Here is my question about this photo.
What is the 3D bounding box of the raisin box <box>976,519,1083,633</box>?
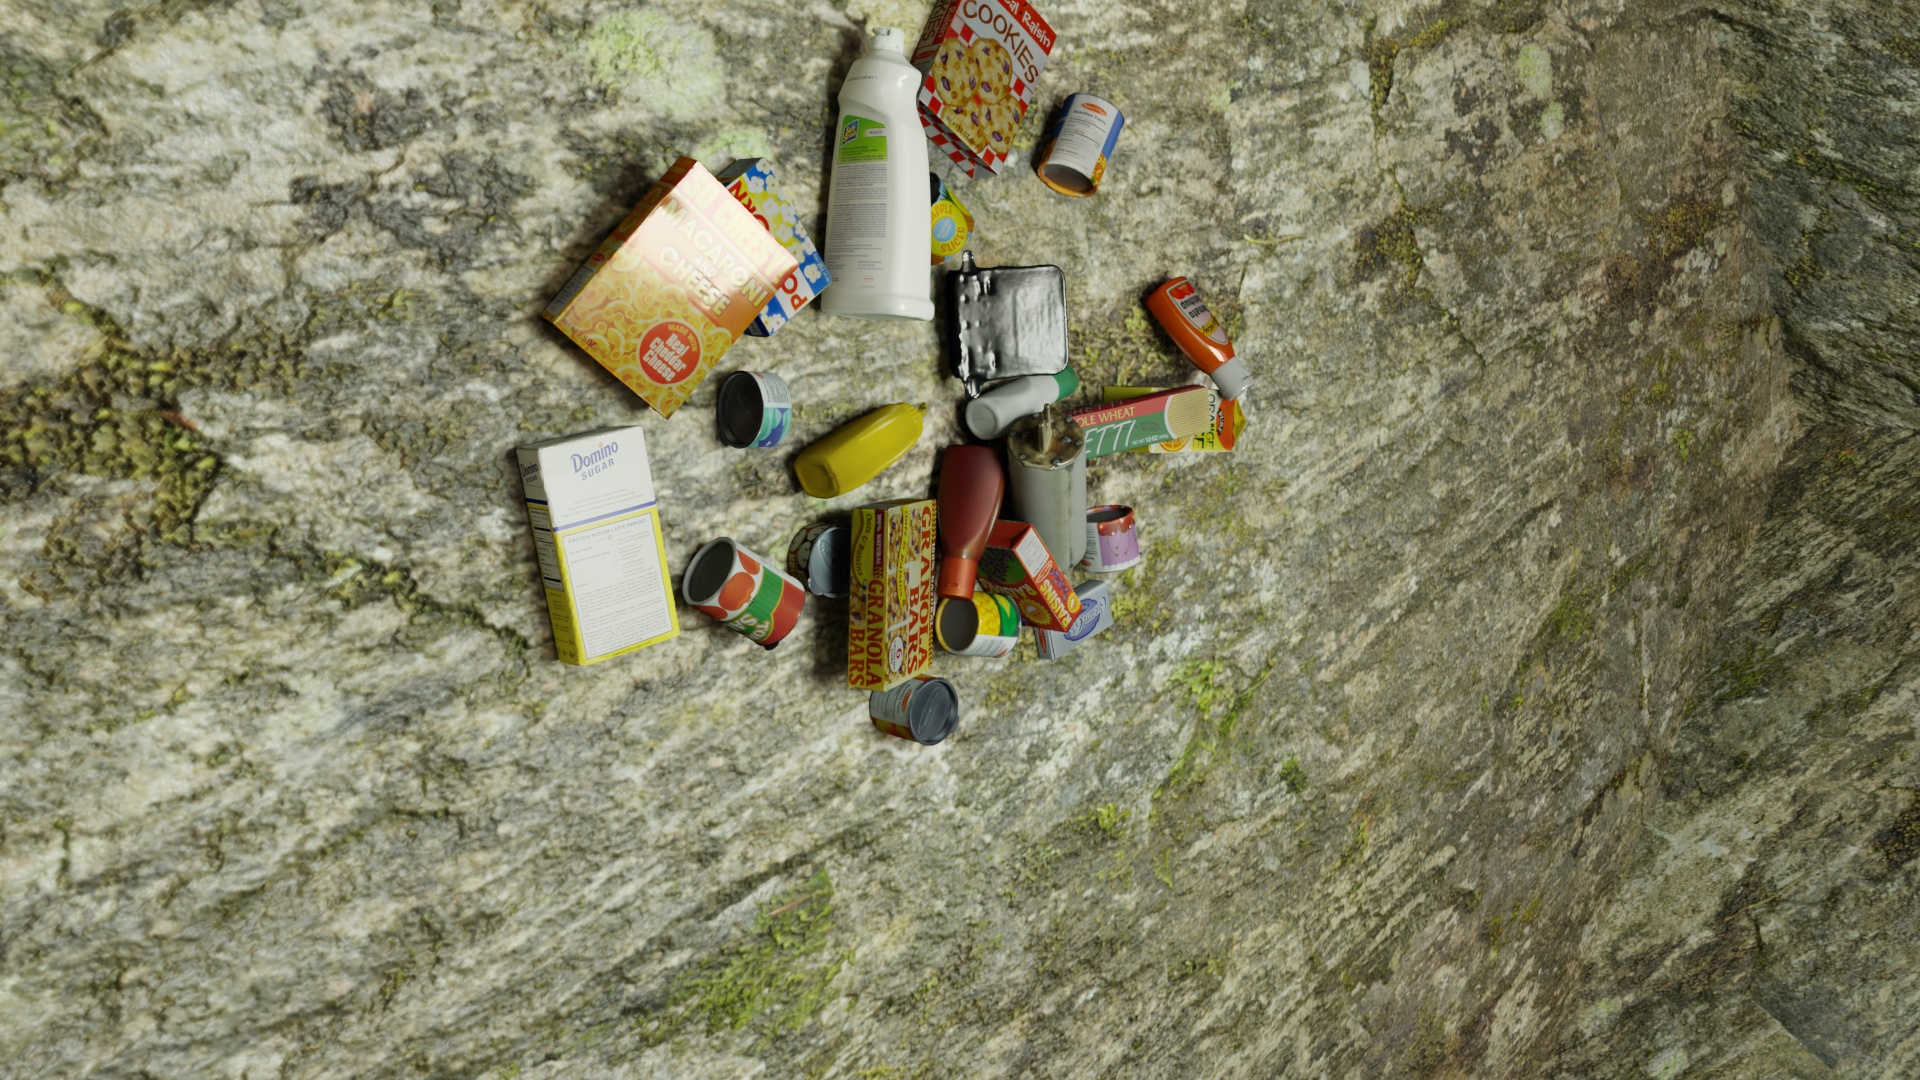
[{"bbox_3d":[0.059,0.035,1.404,0.040,0.086,0.123,-53,128,-28],"label":"raisin box"}]

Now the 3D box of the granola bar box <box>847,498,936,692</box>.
[{"bbox_3d":[-0.063,0.047,1.287,0.124,0.039,0.165,-15,108,-70],"label":"granola bar box"}]

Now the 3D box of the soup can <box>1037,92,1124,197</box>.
[{"bbox_3d":[0.123,-0.404,1.426,0.071,0.071,0.084,33,74,-42],"label":"soup can"}]

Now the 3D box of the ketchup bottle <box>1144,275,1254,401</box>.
[{"bbox_3d":[0.271,-0.225,1.557,0.065,0.043,0.149,-29,82,-44],"label":"ketchup bottle"}]

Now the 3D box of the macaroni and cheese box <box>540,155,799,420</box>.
[{"bbox_3d":[-0.227,-0.199,1.096,0.166,0.040,0.123,-51,127,-6],"label":"macaroni and cheese box"}]

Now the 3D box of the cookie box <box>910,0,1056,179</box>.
[{"bbox_3d":[0.018,-0.454,1.333,0.123,0.040,0.168,34,72,-41],"label":"cookie box"}]

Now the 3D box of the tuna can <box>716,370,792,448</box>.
[{"bbox_3d":[-0.175,-0.108,1.174,0.033,0.071,0.071,-3,97,-45],"label":"tuna can"}]

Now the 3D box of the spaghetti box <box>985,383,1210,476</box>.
[{"bbox_3d":[0.146,-0.115,1.447,0.251,0.029,0.050,-14,107,-19],"label":"spaghetti box"}]

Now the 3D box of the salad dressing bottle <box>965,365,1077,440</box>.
[{"bbox_3d":[0.065,-0.144,1.408,0.148,0.064,0.044,-31,111,-46],"label":"salad dressing bottle"}]

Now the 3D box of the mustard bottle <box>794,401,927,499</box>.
[{"bbox_3d":[-0.078,-0.090,1.271,0.161,0.065,0.048,-36,115,-40],"label":"mustard bottle"}]

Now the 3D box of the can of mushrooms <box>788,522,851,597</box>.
[{"bbox_3d":[-0.123,0.019,1.261,0.071,0.033,0.071,-8,101,-44],"label":"can of mushrooms"}]

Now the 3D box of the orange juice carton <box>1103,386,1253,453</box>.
[{"bbox_3d":[0.250,-0.138,1.577,0.193,0.072,0.073,-5,99,-43],"label":"orange juice carton"}]

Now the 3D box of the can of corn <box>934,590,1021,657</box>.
[{"bbox_3d":[0.016,0.081,1.384,0.058,0.071,0.071,7,90,-44],"label":"can of corn"}]

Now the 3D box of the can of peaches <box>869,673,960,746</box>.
[{"bbox_3d":[-0.043,0.161,1.340,0.071,0.058,0.071,-7,100,-44],"label":"can of peaches"}]

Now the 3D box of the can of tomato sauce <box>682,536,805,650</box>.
[{"bbox_3d":[-0.185,0.045,1.181,0.083,0.071,0.071,37,70,-40],"label":"can of tomato sauce"}]

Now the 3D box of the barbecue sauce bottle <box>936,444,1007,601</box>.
[{"bbox_3d":[0.005,-0.017,1.351,0.043,0.065,0.148,49,49,-75],"label":"barbecue sauce bottle"}]

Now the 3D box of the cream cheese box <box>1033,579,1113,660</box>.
[{"bbox_3d":[0.123,0.085,1.516,0.104,0.024,0.053,-26,113,-39],"label":"cream cheese box"}]

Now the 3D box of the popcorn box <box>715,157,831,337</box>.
[{"bbox_3d":[-0.174,-0.247,1.174,0.085,0.038,0.126,-47,125,-28],"label":"popcorn box"}]

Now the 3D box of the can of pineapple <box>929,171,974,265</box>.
[{"bbox_3d":[-0.028,-0.297,1.288,0.057,0.071,0.071,42,67,-39],"label":"can of pineapple"}]

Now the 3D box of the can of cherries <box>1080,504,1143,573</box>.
[{"bbox_3d":[0.161,-0.003,1.512,0.072,0.071,0.058,-24,111,-40],"label":"can of cherries"}]
